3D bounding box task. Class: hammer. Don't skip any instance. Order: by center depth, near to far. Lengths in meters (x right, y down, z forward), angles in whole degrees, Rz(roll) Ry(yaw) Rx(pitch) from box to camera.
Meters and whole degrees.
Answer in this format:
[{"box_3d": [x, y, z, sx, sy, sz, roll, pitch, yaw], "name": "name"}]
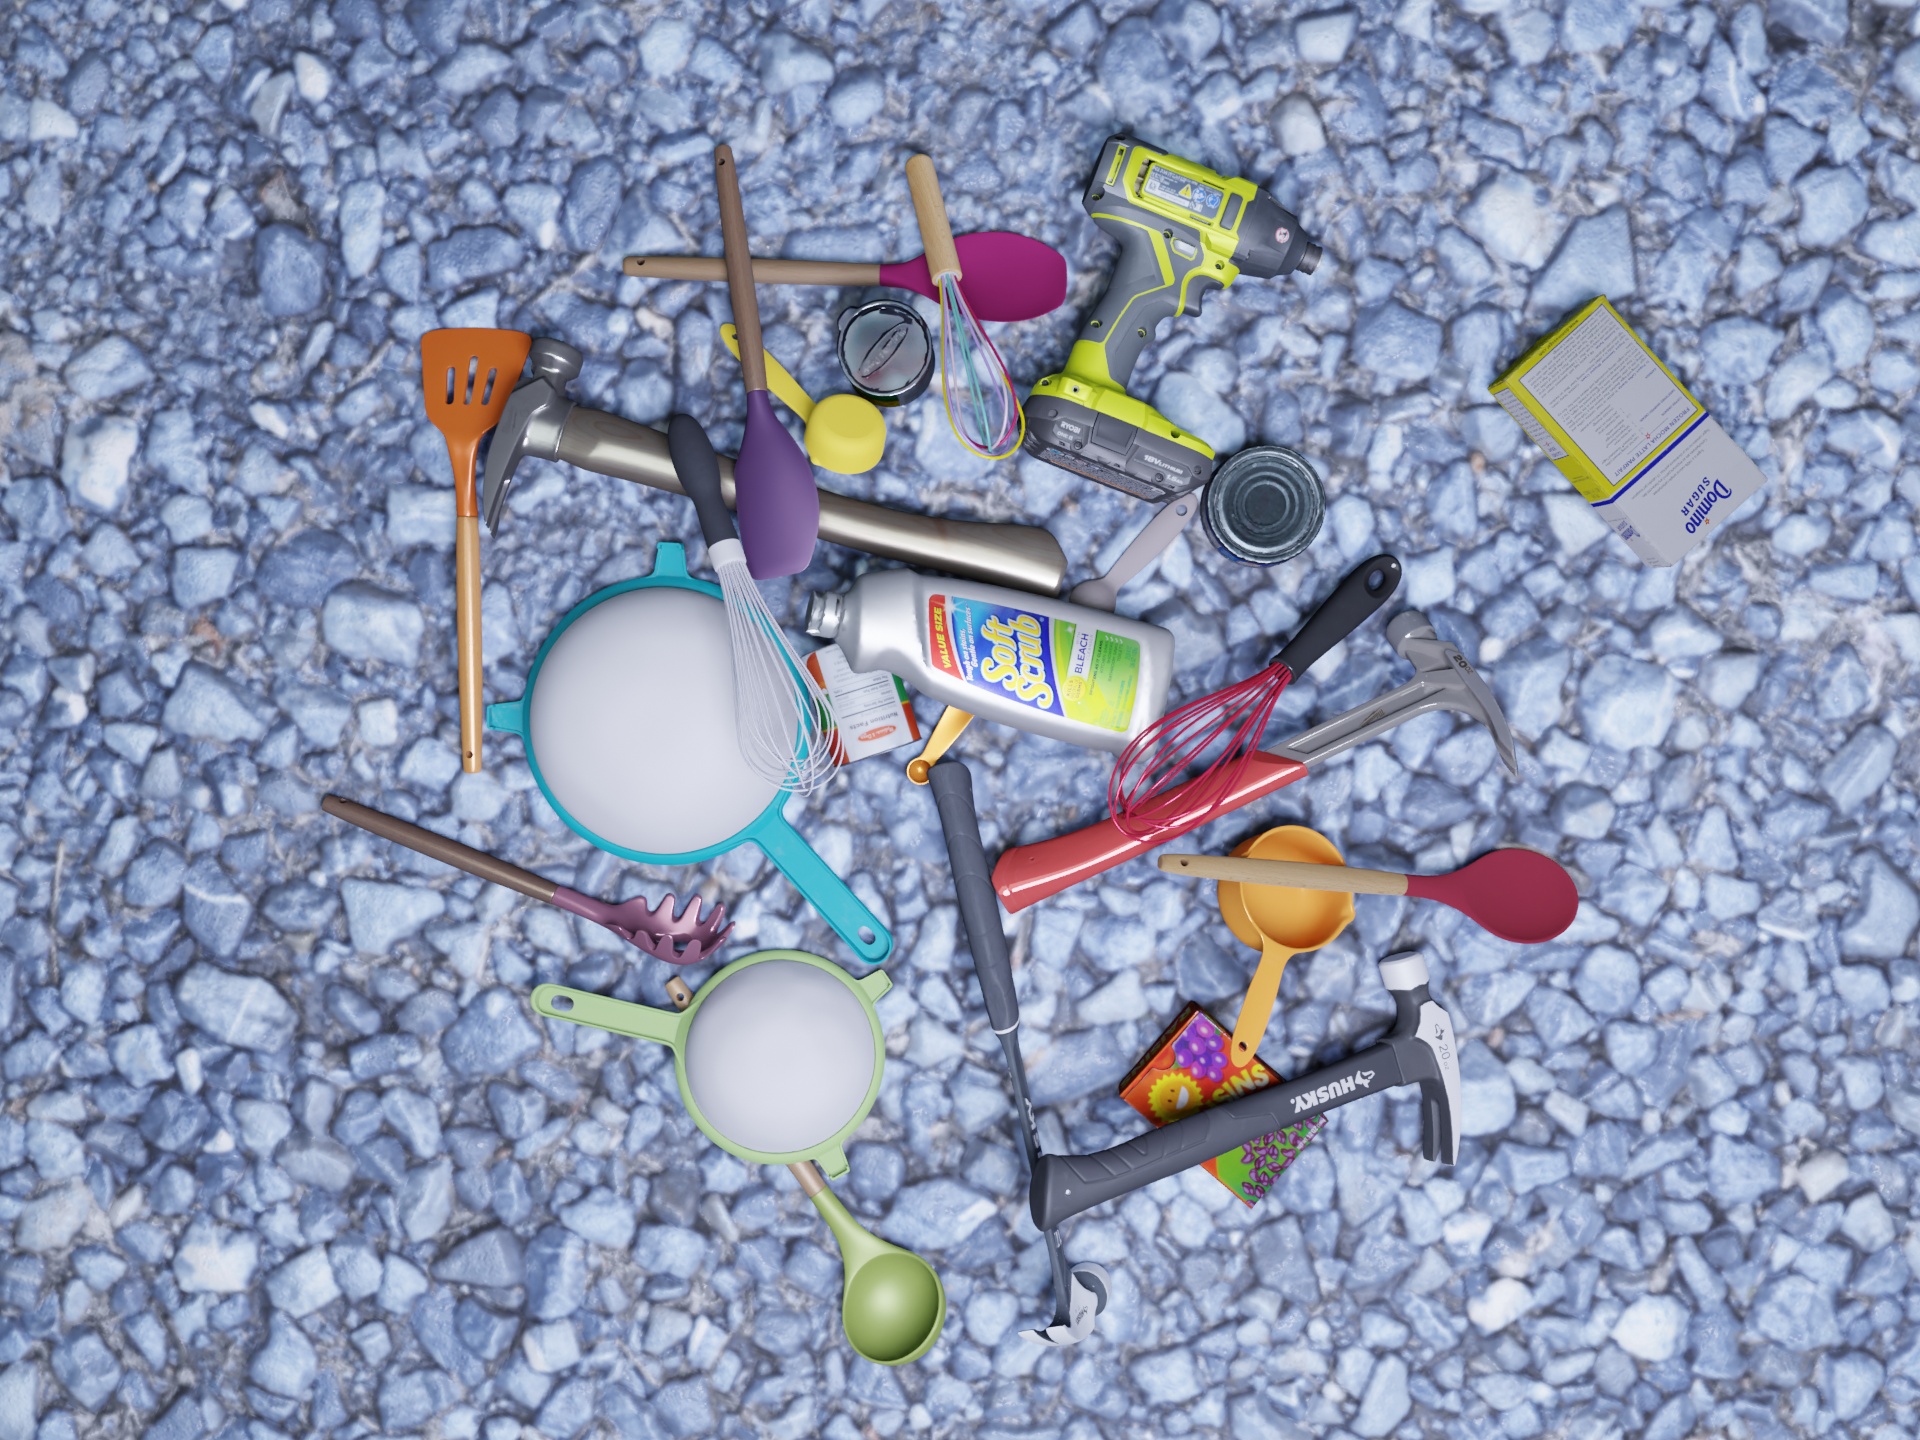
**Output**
[{"box_3d": [0.198, 0.275, 1.079, 0.334, 0.035, 0.146, -15, 88, -21], "name": "hammer"}, {"box_3d": [0.191, 0.051, 1.097, 0.359, 0.149, 0.036, -26, 136, 5], "name": "hammer"}, {"box_3d": [0.033, 0.229, 1.110, 0.036, 0.149, 0.409, -14, 84, 15], "name": "hammer"}, {"box_3d": [-0.128, -0.146, 1.125, 0.410, 0.038, 0.146, 16, 77, -1], "name": "hammer"}]

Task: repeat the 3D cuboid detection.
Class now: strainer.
[{"box_3d": [-0.178, 0.221, 1.112, 0.256, 0.069, 0.151, 14, 75, -3], "name": "strainer"}, {"box_3d": [-0.171, 0.048, 1.115, 0.211, 0.095, 0.340, -43, 89, 2], "name": "strainer"}]

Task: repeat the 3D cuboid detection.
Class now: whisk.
[{"box_3d": [-0.147, -0.081, 1.068, 0.070, 0.070, 0.285, -21, 76, 2], "name": "whisk"}, {"box_3d": [0.207, -0.022, 1.084, 0.296, 0.073, 0.073, -42, 90, -20], "name": "whisk"}, {"box_3d": [-0.001, -0.287, 1.100, 0.047, 0.051, 0.245, -16, 72, 9], "name": "whisk"}]

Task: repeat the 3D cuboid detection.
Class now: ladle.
[{"box_3d": [0.283, 0.112, 1.096, 0.315, 0.031, 0.069, 7, 68, -16], "name": "ladle"}, {"box_3d": [-0.119, 0.319, 1.143, 0.078, 0.062, 0.320, -35, 88, -2], "name": "ladle"}]

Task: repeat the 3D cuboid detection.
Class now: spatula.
[{"box_3d": [-0.143, -0.254, 1.112, 0.060, 0.018, 0.316, -11, 82, 12], "name": "spatula"}, {"box_3d": [-0.353, -0.123, 1.153, 0.081, 0.041, 0.322, 1, 96, 1], "name": "spatula"}]

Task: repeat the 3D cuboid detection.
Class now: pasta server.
[{"box_3d": [-0.316, 0.110, 1.151, 0.316, 0.060, 0.040, 21, 115, 4], "name": "pasta server"}]

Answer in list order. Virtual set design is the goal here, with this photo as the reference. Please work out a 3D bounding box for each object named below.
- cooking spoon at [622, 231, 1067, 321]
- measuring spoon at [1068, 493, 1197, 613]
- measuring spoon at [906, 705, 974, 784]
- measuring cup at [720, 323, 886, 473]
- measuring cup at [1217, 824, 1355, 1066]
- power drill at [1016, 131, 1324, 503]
[{"box_3d": [-0.083, -0.320, 1.139, 0.319, 0.017, 0.069, 3, 81, 2], "name": "cooking spoon"}, {"box_3d": [0.126, -0.117, 1.139, 0.034, 0.018, 0.124, 43, 92, 0], "name": "measuring spoon"}, {"box_3d": [-0.002, -0.004, 1.153, 0.021, 0.011, 0.117, 34, 89, 0], "name": "measuring spoon"}, {"box_3d": [-0.114, -0.237, 1.123, 0.156, 0.029, 0.062, 44, 58, 11], "name": "measuring cup"}, {"box_3d": [0.209, 0.158, 1.104, 0.095, 0.052, 0.174, 26, 73, -11], "name": "measuring cup"}, {"box_3d": [0.144, -0.272, 1.105, 0.171, 0.080, 0.223, 20, 89, -6], "name": "power drill"}]
